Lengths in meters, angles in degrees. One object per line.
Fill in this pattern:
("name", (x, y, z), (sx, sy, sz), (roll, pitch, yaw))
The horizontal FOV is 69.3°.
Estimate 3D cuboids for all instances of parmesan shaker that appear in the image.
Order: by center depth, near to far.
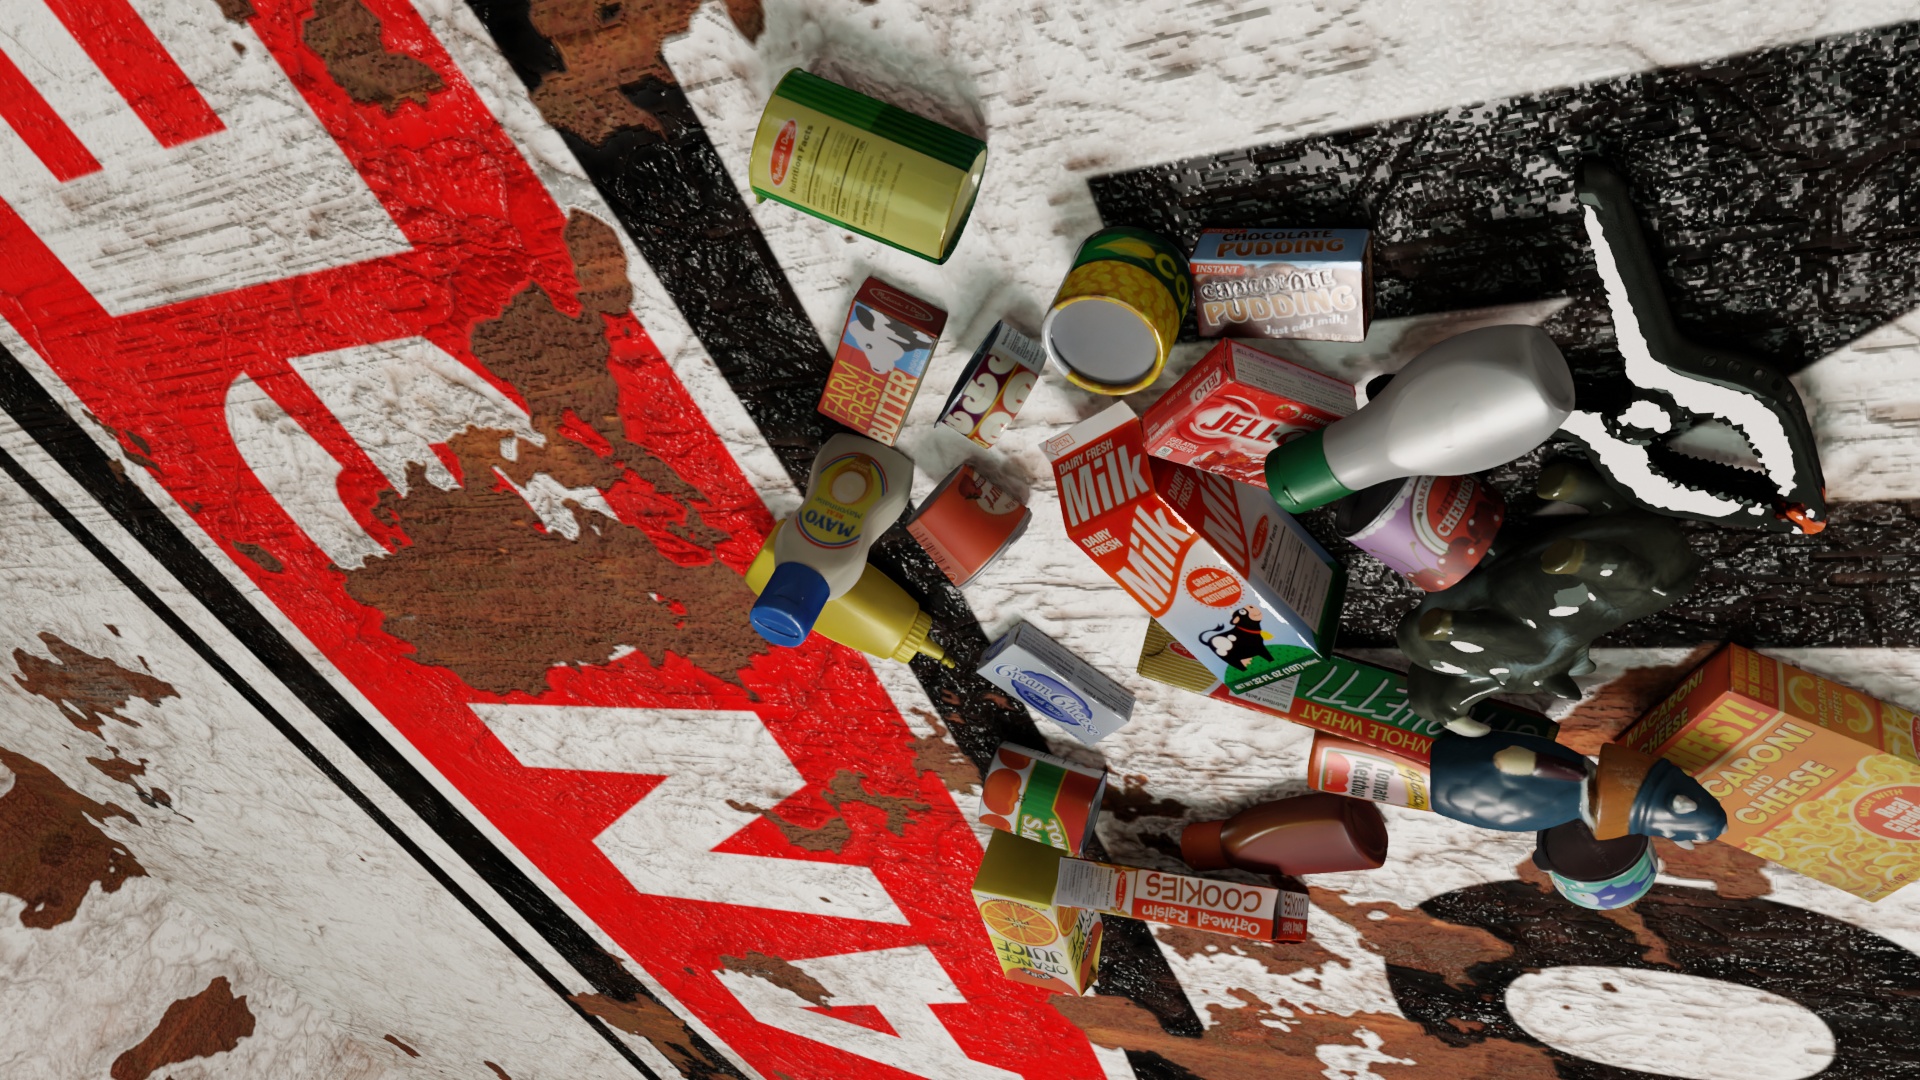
("parmesan shaker", (-0.046, -0.184, 0.696), (0.103, 0.072, 0.071), (23, 141, 3))

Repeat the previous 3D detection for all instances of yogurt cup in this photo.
("yogurt cup", (0.003, -0.011, 0.865), (0.054, 0.073, 0.072), (43, 139, -7))

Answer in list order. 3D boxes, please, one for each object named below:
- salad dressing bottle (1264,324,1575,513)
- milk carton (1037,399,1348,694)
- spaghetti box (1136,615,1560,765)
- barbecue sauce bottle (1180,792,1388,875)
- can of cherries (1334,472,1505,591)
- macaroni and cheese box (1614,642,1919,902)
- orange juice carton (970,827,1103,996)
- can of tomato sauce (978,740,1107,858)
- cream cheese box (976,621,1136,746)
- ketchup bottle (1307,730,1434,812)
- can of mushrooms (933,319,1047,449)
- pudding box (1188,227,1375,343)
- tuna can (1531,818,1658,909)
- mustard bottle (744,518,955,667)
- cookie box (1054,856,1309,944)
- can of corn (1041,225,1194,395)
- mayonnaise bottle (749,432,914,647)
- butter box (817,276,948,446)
("salad dressing bottle", (0.215, -0.053, 0.667), (0.147, 0.044, 0.064), (-25, 112, 44))
("milk carton", (0.131, -0.004, 0.795), (0.190, 0.074, 0.072), (43, 138, -19))
("spaghetti box", (0.236, 0.096, 0.864), (0.250, 0.029, 0.050), (17, 97, 11))
("barbecue sauce bottle", (0.230, 0.217, 1.009), (0.148, 0.044, 0.064), (-19, 123, 42))
("can of cherries", (0.241, -0.015, 0.726), (0.058, 0.072, 0.071), (32, 140, -8))
("macaroni and cheese box", (0.477, 0.133, 0.785), (0.166, 0.040, 0.123), (22, 141, 4))
("orange juice carton", (0.072, 0.327, 1.192), (0.072, 0.073, 0.191), (6, 137, 23))
("can of tomato sauce", (0.062, 0.197, 1.056), (0.083, 0.071, 0.070), (15, 140, 13))
("cream cheese box", (0.068, 0.102, 0.985), (0.104, 0.024, 0.053), (34, 139, -10))
("ketchup bottle", (0.302, 0.148, 0.894), (0.149, 0.044, 0.064), (11, 138, 17))
("can of mushrooms", (0.017, -0.084, 0.771), (0.033, 0.071, 0.070), (31, 141, -9))
("pudding box", (0.158, -0.126, 0.679), (0.084, 0.030, 0.049), (6, 136, 23))
("tuna can", (0.399, 0.197, 0.875), (0.071, 0.071, 0.032), (-9, 130, 35))
("mustard bottle", (-0.072, 0.046, 0.980), (0.160, 0.049, 0.065), (32, 141, -8))
("cookie box", (0.172, 0.276, 1.064), (0.167, 0.040, 0.123), (3, 167, 25))
("can of corn", (0.083, -0.117, 0.708), (0.071, 0.058, 0.070), (15, 140, 13))
("mayonnaise bottle", (-0.081, -0.001, 0.853), (0.065, 0.149, 0.041), (22, 140, 5))
("butter box", (-0.047, -0.103, 0.820), (0.053, 0.024, 0.103), (26, 141, -1))
